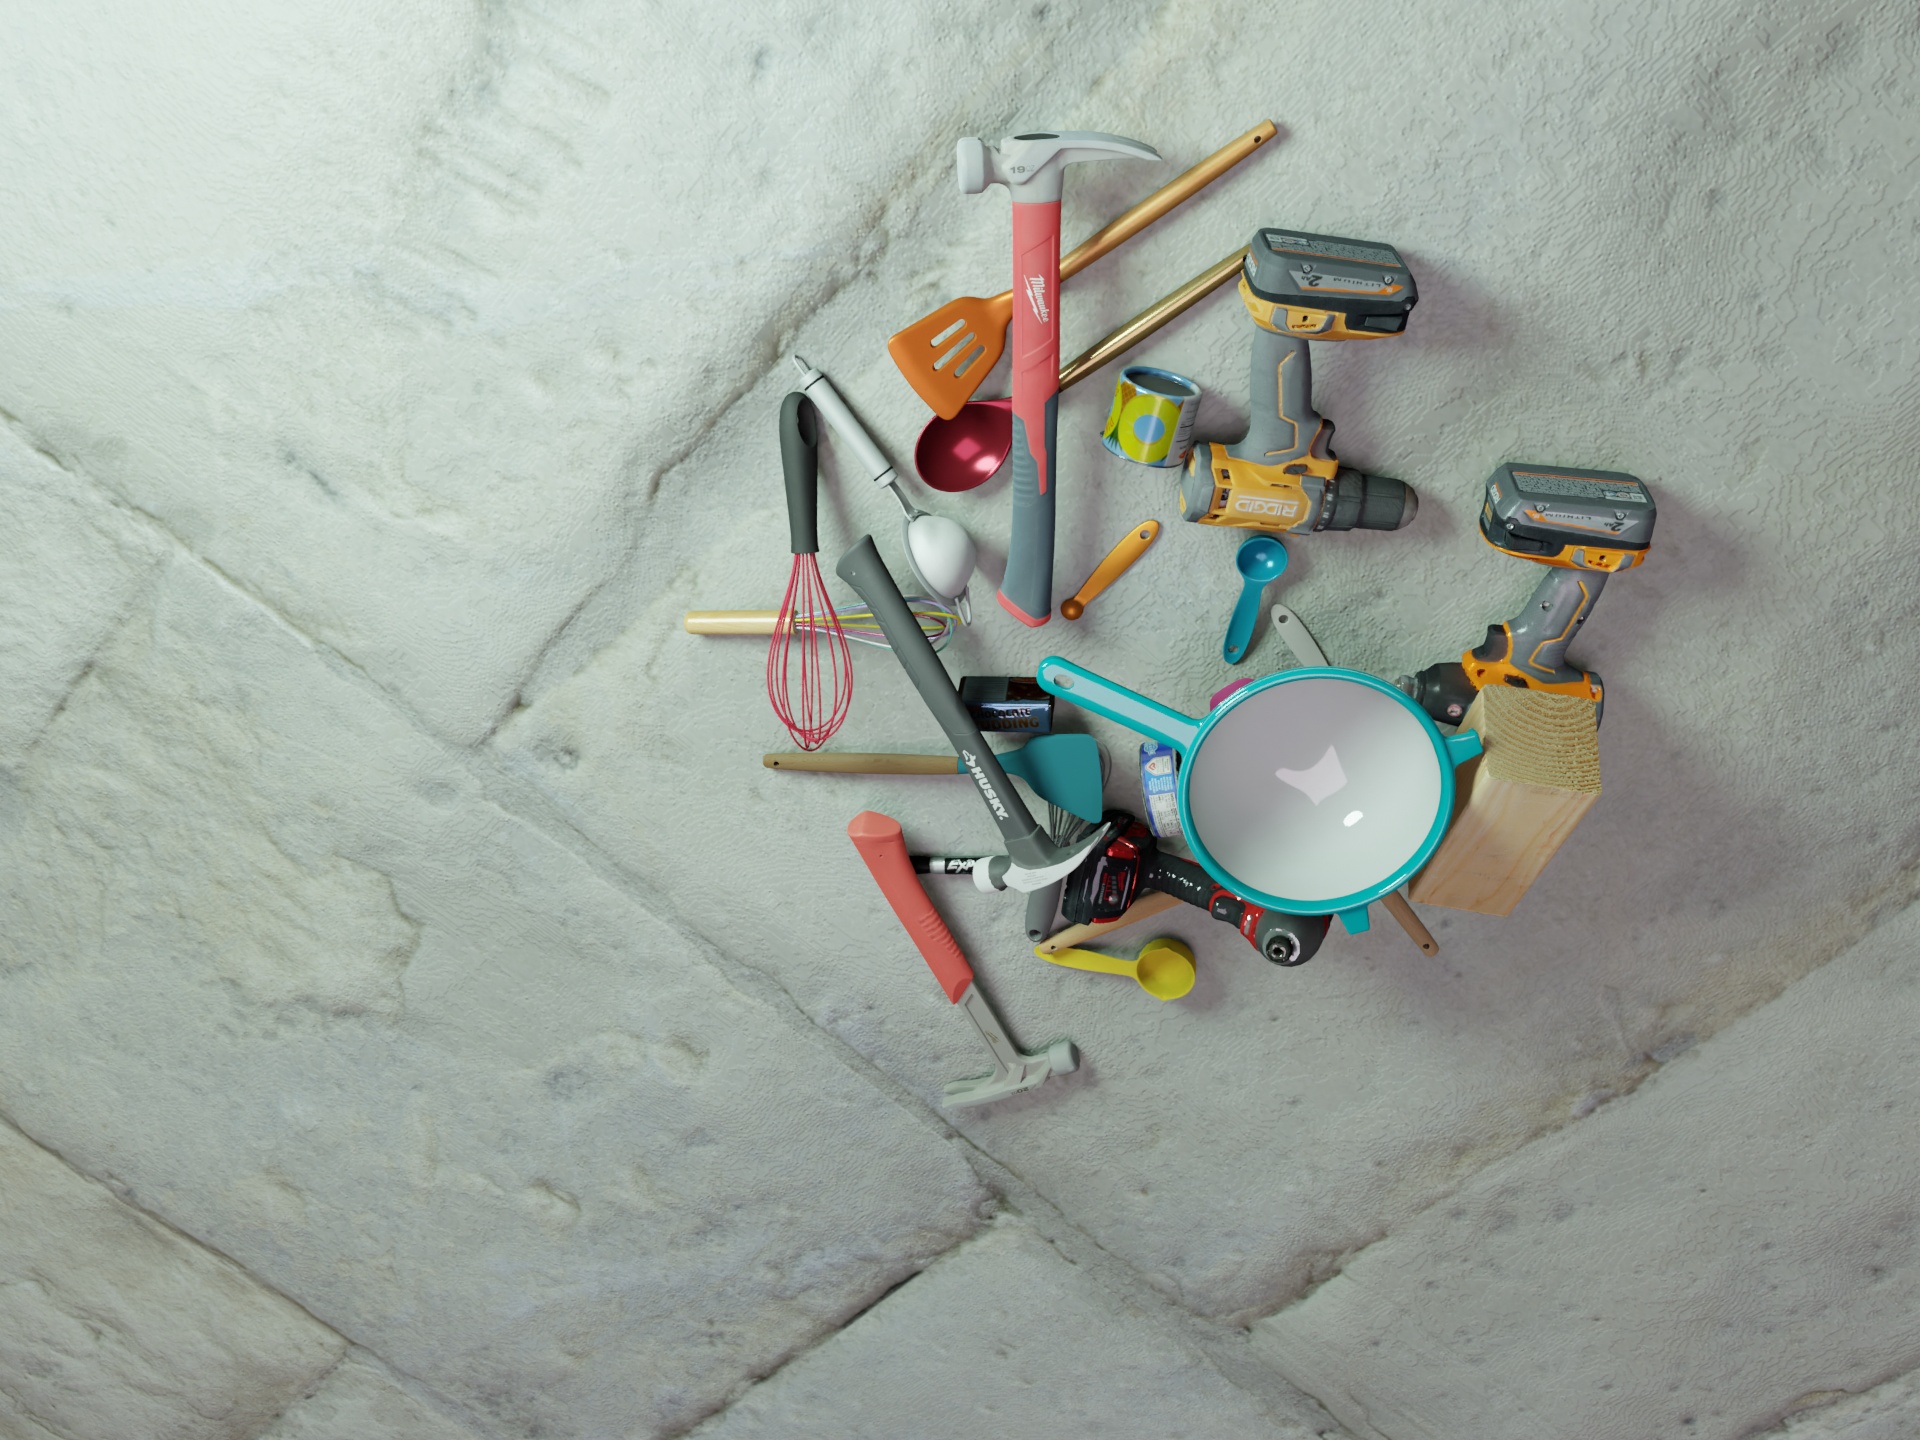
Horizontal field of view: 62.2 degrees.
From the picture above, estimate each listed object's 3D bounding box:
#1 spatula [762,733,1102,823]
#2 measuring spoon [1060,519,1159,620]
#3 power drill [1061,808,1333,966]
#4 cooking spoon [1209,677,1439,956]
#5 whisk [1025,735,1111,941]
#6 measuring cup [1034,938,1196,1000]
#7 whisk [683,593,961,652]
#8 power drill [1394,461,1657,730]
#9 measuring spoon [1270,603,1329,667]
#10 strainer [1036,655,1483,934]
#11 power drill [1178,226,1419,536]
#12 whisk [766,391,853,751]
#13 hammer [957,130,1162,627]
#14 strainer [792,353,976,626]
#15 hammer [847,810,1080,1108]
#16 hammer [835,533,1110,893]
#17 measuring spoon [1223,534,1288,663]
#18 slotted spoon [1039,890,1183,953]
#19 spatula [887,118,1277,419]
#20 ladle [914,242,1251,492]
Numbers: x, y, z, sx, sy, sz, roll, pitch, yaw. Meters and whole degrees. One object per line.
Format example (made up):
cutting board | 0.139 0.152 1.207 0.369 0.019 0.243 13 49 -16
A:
spatula | -0.029 0.042 1.404 0.317 0.044 0.082 1 113 15
measuring spoon | 0.124 -0.124 1.323 0.021 0.011 0.117 37 117 -14
power drill | 0.207 0.153 1.371 0.220 0.143 0.078 15 107 17
cooking spoon | 0.316 0.088 1.346 0.068 0.017 0.318 -33 109 23
whisk | 0.091 0.112 1.446 0.055 0.055 0.238 12 125 1
measuring cup | 0.149 0.226 1.518 0.156 0.029 0.062 8 119 17
whisk | -0.119 -0.082 1.365 0.245 0.047 0.051 0 108 12
power drill | 0.445 -0.086 1.266 0.164 0.084 0.226 6 124 4
measuring spoon | 0.297 -0.048 1.340 0.034 0.018 0.124 -31 111 22
strainer | 0.219 0.016 1.260 0.340 0.095 0.211 24 113 -3
power drill | 0.276 -0.241 1.199 0.185 0.084 0.226 7 125 -4
whisk | -0.126 -0.119 1.302 0.073 0.073 0.295 0 102 8
hammer | 0.073 -0.247 1.213 0.143 0.038 0.386 -3 123 -3
strainer | -0.054 -0.189 1.278 0.050 0.087 0.258 -33 100 31
hammer | -0.022 0.232 1.517 0.149 0.037 0.358 -19 120 17
hammer | -0.002 -0.004 1.314 0.146 0.035 0.334 -17 109 43
measuring spoon | 0.239 -0.102 1.322 0.042 0.021 0.128 11 129 0
slotted spoon | 0.211 0.157 1.461 0.314 0.031 0.070 -25 112 20
spatula | 0.094 -0.344 1.185 0.322 0.041 0.081 -30 117 21
ladle | 0.097 -0.277 1.232 0.315 0.031 0.069 -31 117 20
